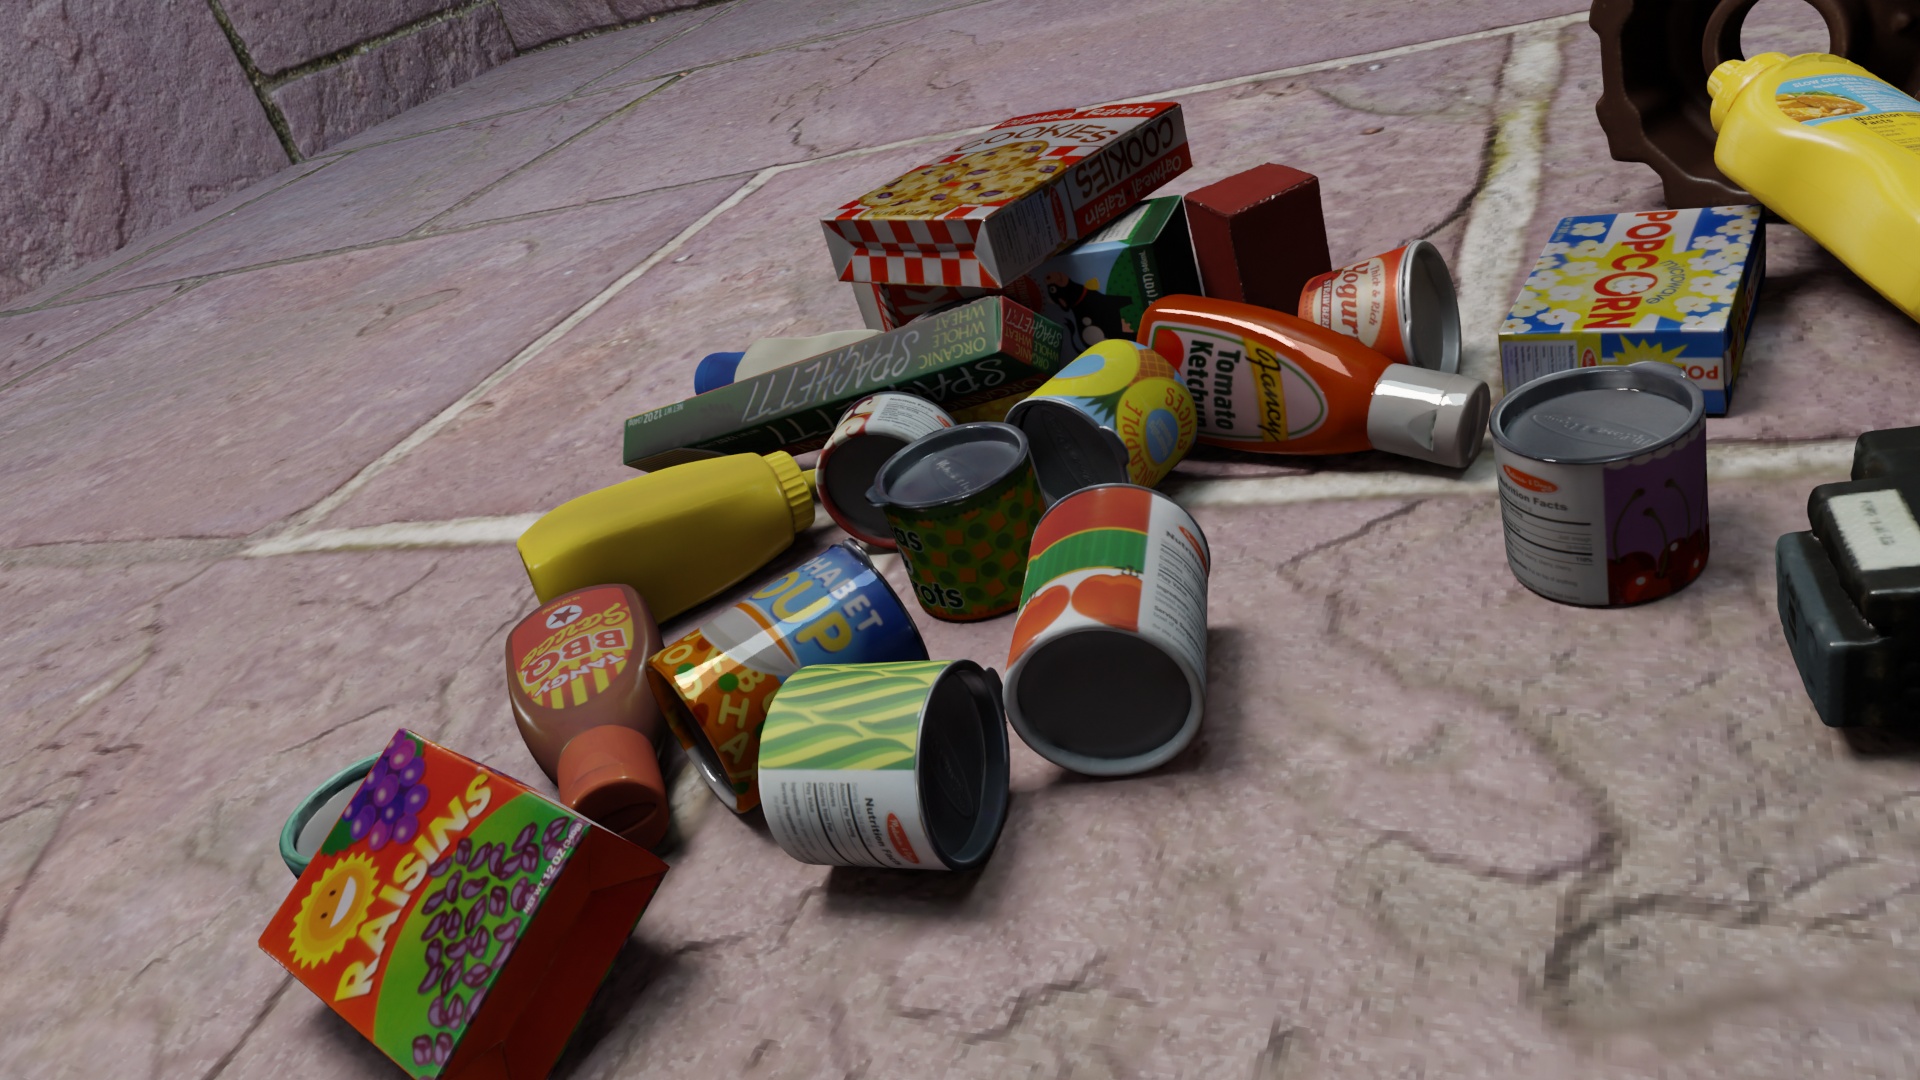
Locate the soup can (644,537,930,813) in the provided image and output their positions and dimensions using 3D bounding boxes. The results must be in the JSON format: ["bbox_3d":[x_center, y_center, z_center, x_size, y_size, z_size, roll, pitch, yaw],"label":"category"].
[{"bbox_3d":[-0.063,0.048,0.507,0.084,0.071,0.071,-32,31,-23],"label":"soup can"}]

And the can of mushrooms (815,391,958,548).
[{"bbox_3d":[-0.031,-0.030,0.632,0.071,0.070,0.034,-7,31,20],"label":"can of mushrooms"}]

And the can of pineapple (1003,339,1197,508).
[{"bbox_3d":[0.062,-0.046,0.603,0.071,0.070,0.058,10,39,42],"label":"can of pineapple"}]

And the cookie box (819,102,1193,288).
[{"bbox_3d":[0.027,-0.188,0.747,0.123,0.040,0.168,12,39,43],"label":"cookie box"}]

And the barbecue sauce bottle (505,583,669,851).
[{"bbox_3d":[-0.142,0.069,0.544,0.065,0.043,0.149,-24,29,-9],"label":"barbecue sauce bottle"}]

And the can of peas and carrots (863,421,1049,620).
[{"bbox_3d":[0.002,-0.007,0.578,0.071,0.058,0.071,-15,29,9],"label":"can of peas and carrots"}]

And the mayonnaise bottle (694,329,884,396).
[{"bbox_3d":[-0.087,-0.088,0.770,0.148,0.064,0.041,5,69,40],"label":"mayonnaise bottle"}]

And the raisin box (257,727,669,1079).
[{"bbox_3d":[-0.162,0.117,0.446,0.123,0.040,0.086,11,65,41],"label":"raisin box"}]

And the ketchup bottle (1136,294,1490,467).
[{"bbox_3d":[0.147,-0.065,0.595,0.149,0.064,0.044,17,31,35],"label":"ketchup bottle"}]

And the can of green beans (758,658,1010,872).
[{"bbox_3d":[-0.023,0.072,0.447,0.058,0.071,0.071,-4,32,26],"label":"can of green beans"}]

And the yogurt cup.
[{"bbox_3d":[0.187,-0.096,0.622,0.054,0.072,0.073,-6,30,38],"label":"yogurt cup"}]

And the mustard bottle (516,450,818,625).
[{"bbox_3d":[-0.120,-0.006,0.647,0.161,0.065,0.049,-23,33,-20],"label":"mustard bottle"}]

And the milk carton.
[{"bbox_3d":[0.030,-0.131,0.765,0.190,0.072,0.074,-3,31,25],"label":"milk carton"}]

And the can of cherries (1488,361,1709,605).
[{"bbox_3d":[0.221,-0.020,0.475,0.071,0.058,0.072,-15,28,8],"label":"can of cherries"}]

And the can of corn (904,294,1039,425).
[{"bbox_3d":[0.009,-0.086,0.712,0.071,0.058,0.071,-14,29,8],"label":"can of corn"}]

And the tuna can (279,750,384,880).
[{"bbox_3d":[-0.221,0.111,0.529,0.071,0.032,0.071,-14,29,8],"label":"tuna can"}]

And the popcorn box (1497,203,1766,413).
[{"bbox_3d":[0.290,-0.101,0.595,0.085,0.038,0.127,5,36,34],"label":"popcorn box"}]

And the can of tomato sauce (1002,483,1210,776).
[{"bbox_3d":[0.050,0.030,0.478,0.071,0.071,0.083,-9,30,16],"label":"can of tomato sauce"}]

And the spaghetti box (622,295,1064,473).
[{"bbox_3d":[-0.066,-0.069,0.681,0.249,0.050,0.029,-12,72,35],"label":"spaghetti box"}]
